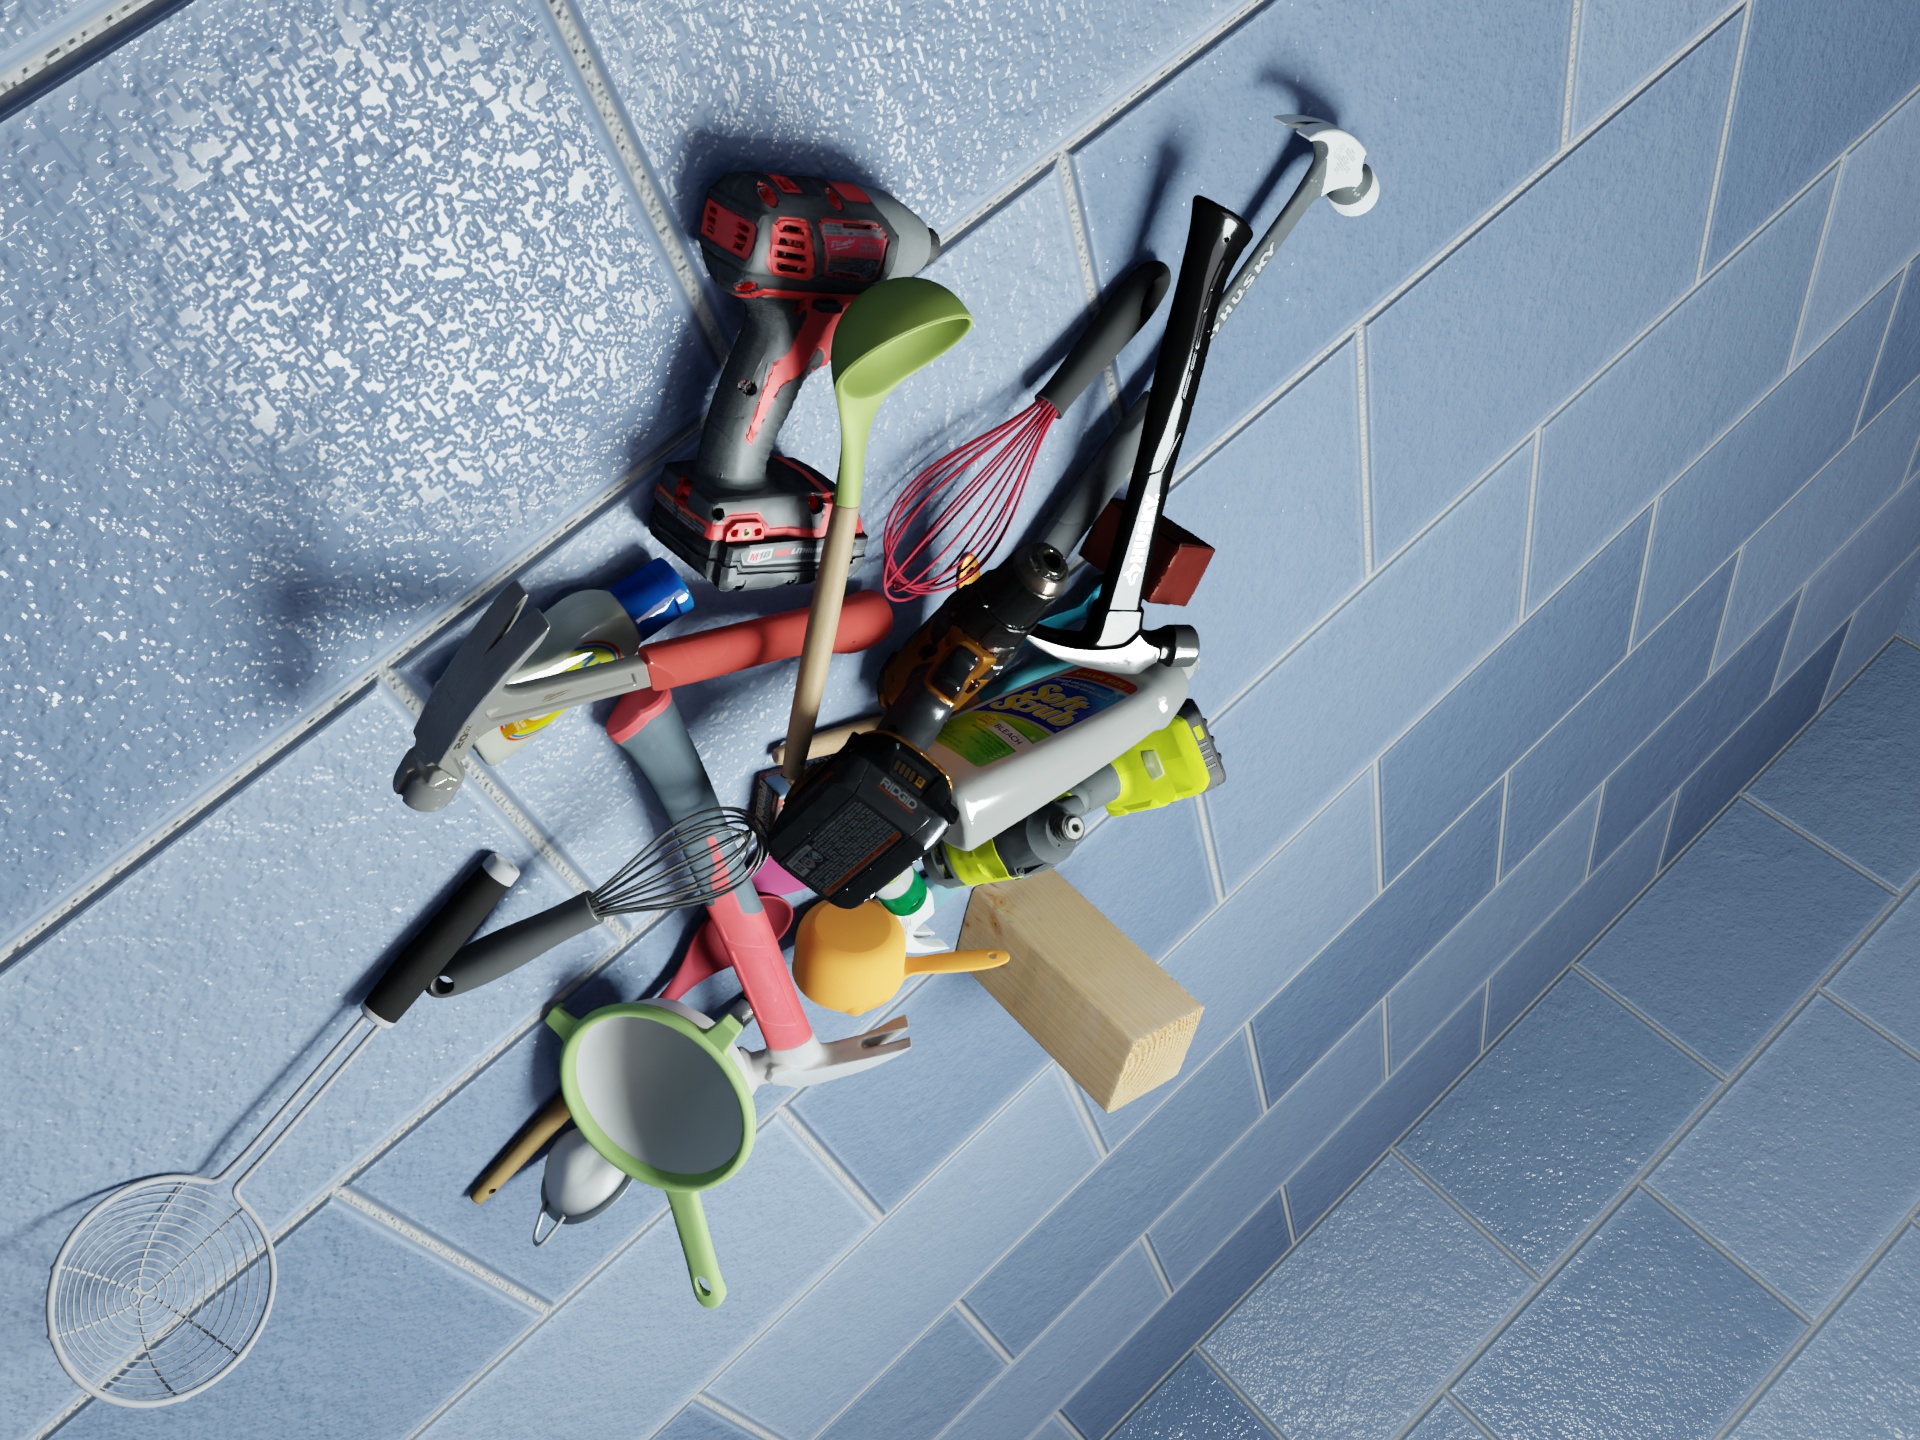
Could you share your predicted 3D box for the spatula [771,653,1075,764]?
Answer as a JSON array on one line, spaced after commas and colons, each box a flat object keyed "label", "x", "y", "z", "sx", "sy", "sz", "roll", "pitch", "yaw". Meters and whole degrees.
[{"label": "spatula", "x": -0.002, "y": -0.004, "z": 1.188, "sx": 0.317, "sy": 0.044, "sz": 0.082, "roll": -16, "pitch": 139, "yaw": -38}]

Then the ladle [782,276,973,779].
[{"label": "ladle", "x": -0.059, "y": -0.092, "z": 0.883, "sx": 0.078, "sy": 0.062, "sz": 0.320, "roll": -25, "pitch": 139, "yaw": -46}]

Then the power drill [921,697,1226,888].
[{"label": "power drill", "x": 0.096, "y": 0.061, "z": 1.246, "sx": 0.223, "sy": 0.171, "sz": 0.080, "roll": -26, "pitch": 95, "yaw": -35}]

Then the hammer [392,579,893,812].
[{"label": "hammer", "x": -0.149, "y": -0.042, "z": 0.911, "sx": 0.149, "sy": 0.037, "sz": 0.359, "roll": -48, "pitch": 165, "yaw": 32}]

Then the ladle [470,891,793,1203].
[{"label": "ladle", "x": -0.245, "y": 0.237, "z": 1.164, "sx": 0.315, "sy": 0.031, "sz": 0.069, "roll": -46, "pitch": 137, "yaw": -1}]

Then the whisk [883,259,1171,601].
[{"label": "whisk", "x": 0.046, "y": -0.193, "z": 1.048, "sx": 0.296, "sy": 0.073, "sz": 0.073, "roll": -51, "pitch": 147, "yaw": -9}]

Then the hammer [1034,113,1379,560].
[{"label": "hammer", "x": 0.148, "y": -0.239, "z": 1.122, "sx": 0.409, "sy": 0.036, "sz": 0.149, "roll": -54, "pitch": 156, "yaw": 11}]

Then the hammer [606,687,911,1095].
[{"label": "hammer", "x": -0.140, "y": 0.121, "z": 1.085, "sx": 0.143, "sy": 0.038, "sz": 0.385, "roll": -14, "pitch": 130, "yaw": 0}]

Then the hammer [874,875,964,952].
[{"label": "hammer", "x": 0.060, "y": 0.090, "z": 1.361, "sx": 0.331, "sy": 0.033, "sz": 0.128, "roll": -31, "pitch": 142, "yaw": -25}]

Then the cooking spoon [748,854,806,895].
[{"label": "cooking spoon", "x": -0.022, "y": 0.061, "z": 1.217, "sx": 0.319, "sy": 0.017, "sz": 0.068, "roll": -24, "pitch": 148, "yaw": -19}]

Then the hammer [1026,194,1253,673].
[{"label": "hammer", "x": 0.130, "y": -0.184, "z": 1.079, "sx": 0.146, "sy": 0.035, "sz": 0.334, "roll": 0, "pitch": 121, "yaw": -22}]

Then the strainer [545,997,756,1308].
[{"label": "strainer", "x": -0.192, "y": 0.298, "z": 1.136, "sx": 0.069, "sy": 0.151, "sz": 0.256, "roll": -50, "pitch": 135, "yaw": -59}]

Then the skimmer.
[{"label": "skimmer", "x": -0.385, "y": 0.234, "z": 0.943, "sx": 0.127, "sy": 0.090, "sz": 0.363, "roll": 41, "pitch": 87, "yaw": -25}]

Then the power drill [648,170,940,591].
[{"label": "power drill", "x": -0.089, "y": -0.189, "z": 0.882, "sx": 0.143, "sy": 0.079, "sz": 0.219, "roll": -12, "pitch": 129, "yaw": -43}]

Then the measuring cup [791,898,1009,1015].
[{"label": "measuring cup", "x": -0.044, "y": 0.174, "z": 1.238, "sx": 0.173, "sy": 0.095, "sz": 0.052, "roll": -2, "pitch": 128, "yaw": -11}]

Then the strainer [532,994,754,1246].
[{"label": "strainer", "x": -0.232, "y": 0.284, "z": 1.199, "sx": 0.258, "sy": 0.087, "sz": 0.050, "roll": -43, "pitch": 129, "yaw": -27}]

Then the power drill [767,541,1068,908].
[{"label": "power drill", "x": -0.017, "y": -0.007, "z": 1.012, "sx": 0.185, "sy": 0.084, "sz": 0.226, "roll": -42, "pitch": -166, "yaw": 46}]

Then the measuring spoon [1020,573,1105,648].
[{"label": "measuring spoon", "x": 0.071, "y": -0.082, "z": 1.225, "sx": 0.128, "sy": 0.021, "sz": 0.042, "roll": -25, "pitch": 141, "yaw": -18}]

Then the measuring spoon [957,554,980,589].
[{"label": "measuring spoon", "x": 0.010, "y": -0.075, "z": 1.159, "sx": 0.021, "sy": 0.011, "sz": 0.116, "roll": -33, "pitch": 143, "yaw": -23}]

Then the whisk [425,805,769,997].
[{"label": "whisk", "x": -0.229, "y": 0.119, "z": 0.997, "sx": 0.239, "sy": 0.055, "sz": 0.055, "roll": -25, "pitch": 145, "yaw": 4}]
